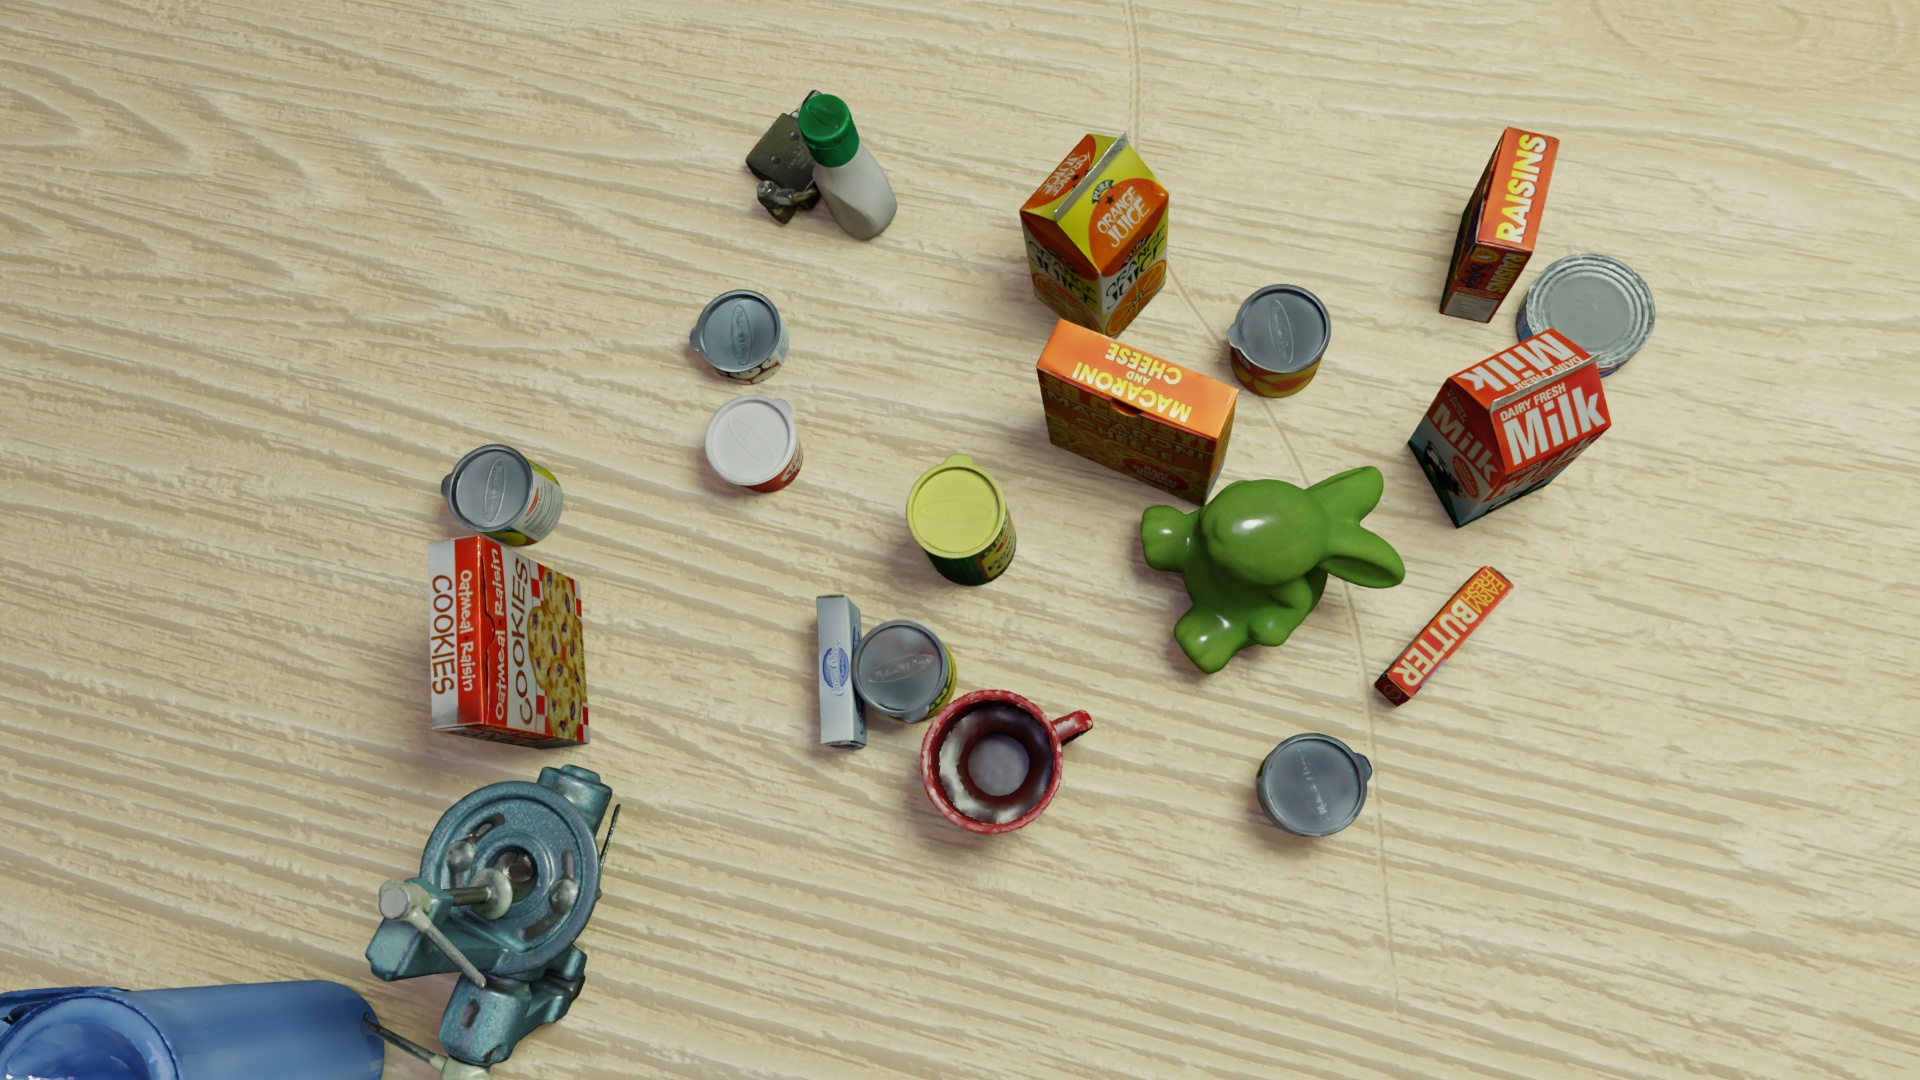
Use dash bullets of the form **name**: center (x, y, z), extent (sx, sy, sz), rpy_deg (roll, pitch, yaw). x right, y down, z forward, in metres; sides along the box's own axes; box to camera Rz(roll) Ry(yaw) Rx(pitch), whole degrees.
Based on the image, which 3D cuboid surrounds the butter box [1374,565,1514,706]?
- **butter box**: center (0.323, 0.064, 0.931), extent (0.024, 0.053, 0.103), rpy_deg (43, 85, 14)

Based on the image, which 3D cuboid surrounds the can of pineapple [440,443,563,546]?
- **can of pineapple**: center (-0.339, -0.033, 1.035), extent (0.071, 0.057, 0.071), rpy_deg (-2, 77, 7)

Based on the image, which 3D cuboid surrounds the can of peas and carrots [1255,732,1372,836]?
- **can of peas and carrots**: center (0.232, 0.161, 0.916), extent (0.071, 0.058, 0.071), rpy_deg (-2, 77, 7)

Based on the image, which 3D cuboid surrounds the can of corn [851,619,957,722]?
- **can of corn**: center (-0.037, 0.094, 0.966), extent (0.071, 0.058, 0.071), rpy_deg (-2, 77, 7)

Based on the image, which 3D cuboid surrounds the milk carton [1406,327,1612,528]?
- **milk carton**: center (0.350, -0.073, 0.889), extent (0.072, 0.190, 0.073), rpy_deg (-26, 76, 1)

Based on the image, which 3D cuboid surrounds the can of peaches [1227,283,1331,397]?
- **can of peaches**: center (0.224, -0.141, 0.989), extent (0.071, 0.058, 0.071), rpy_deg (-2, 77, 7)

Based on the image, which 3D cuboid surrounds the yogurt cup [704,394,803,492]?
- **yogurt cup**: center (-0.148, -0.067, 1.021), extent (0.072, 0.054, 0.072), rpy_deg (-2, 77, 7)

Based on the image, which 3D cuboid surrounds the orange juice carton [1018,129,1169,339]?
- **orange juice carton**: center (0.093, -0.208, 0.952), extent (0.073, 0.192, 0.072), rpy_deg (40, 85, 14)

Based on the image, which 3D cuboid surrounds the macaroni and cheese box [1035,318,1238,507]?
- **macaroni and cheese box**: center (0.118, -0.081, 0.932), extent (0.124, 0.166, 0.040), rpy_deg (24, 82, 12)

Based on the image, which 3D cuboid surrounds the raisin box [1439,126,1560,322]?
- **raisin box**: center (0.368, -0.214, 0.954), extent (0.040, 0.123, 0.086), rpy_deg (16, 80, 11)

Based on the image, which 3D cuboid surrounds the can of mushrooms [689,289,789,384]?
- **can of mushrooms**: center (-0.167, -0.154, 1.054), extent (0.071, 0.033, 0.071), rpy_deg (-2, 77, 7)

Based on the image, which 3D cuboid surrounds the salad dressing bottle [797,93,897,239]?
- **salad dressing bottle**: center (-0.084, -0.271, 1.012), extent (0.064, 0.147, 0.044), rpy_deg (37, 84, 13)

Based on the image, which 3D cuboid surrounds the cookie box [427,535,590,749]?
- **cookie box**: center (-0.304, 0.074, 0.949), extent (0.040, 0.167, 0.123), rpy_deg (-9, 76, 5)

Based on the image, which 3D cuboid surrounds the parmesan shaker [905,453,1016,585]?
- **parmesan shaker**: center (0.003, -0.012, 0.963), extent (0.071, 0.103, 0.071), rpy_deg (-2, 77, 7)

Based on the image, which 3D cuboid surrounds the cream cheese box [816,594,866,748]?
- **cream cheese box**: center (-0.083, 0.093, 0.975), extent (0.024, 0.053, 0.104), rpy_deg (-5, 76, 6)
